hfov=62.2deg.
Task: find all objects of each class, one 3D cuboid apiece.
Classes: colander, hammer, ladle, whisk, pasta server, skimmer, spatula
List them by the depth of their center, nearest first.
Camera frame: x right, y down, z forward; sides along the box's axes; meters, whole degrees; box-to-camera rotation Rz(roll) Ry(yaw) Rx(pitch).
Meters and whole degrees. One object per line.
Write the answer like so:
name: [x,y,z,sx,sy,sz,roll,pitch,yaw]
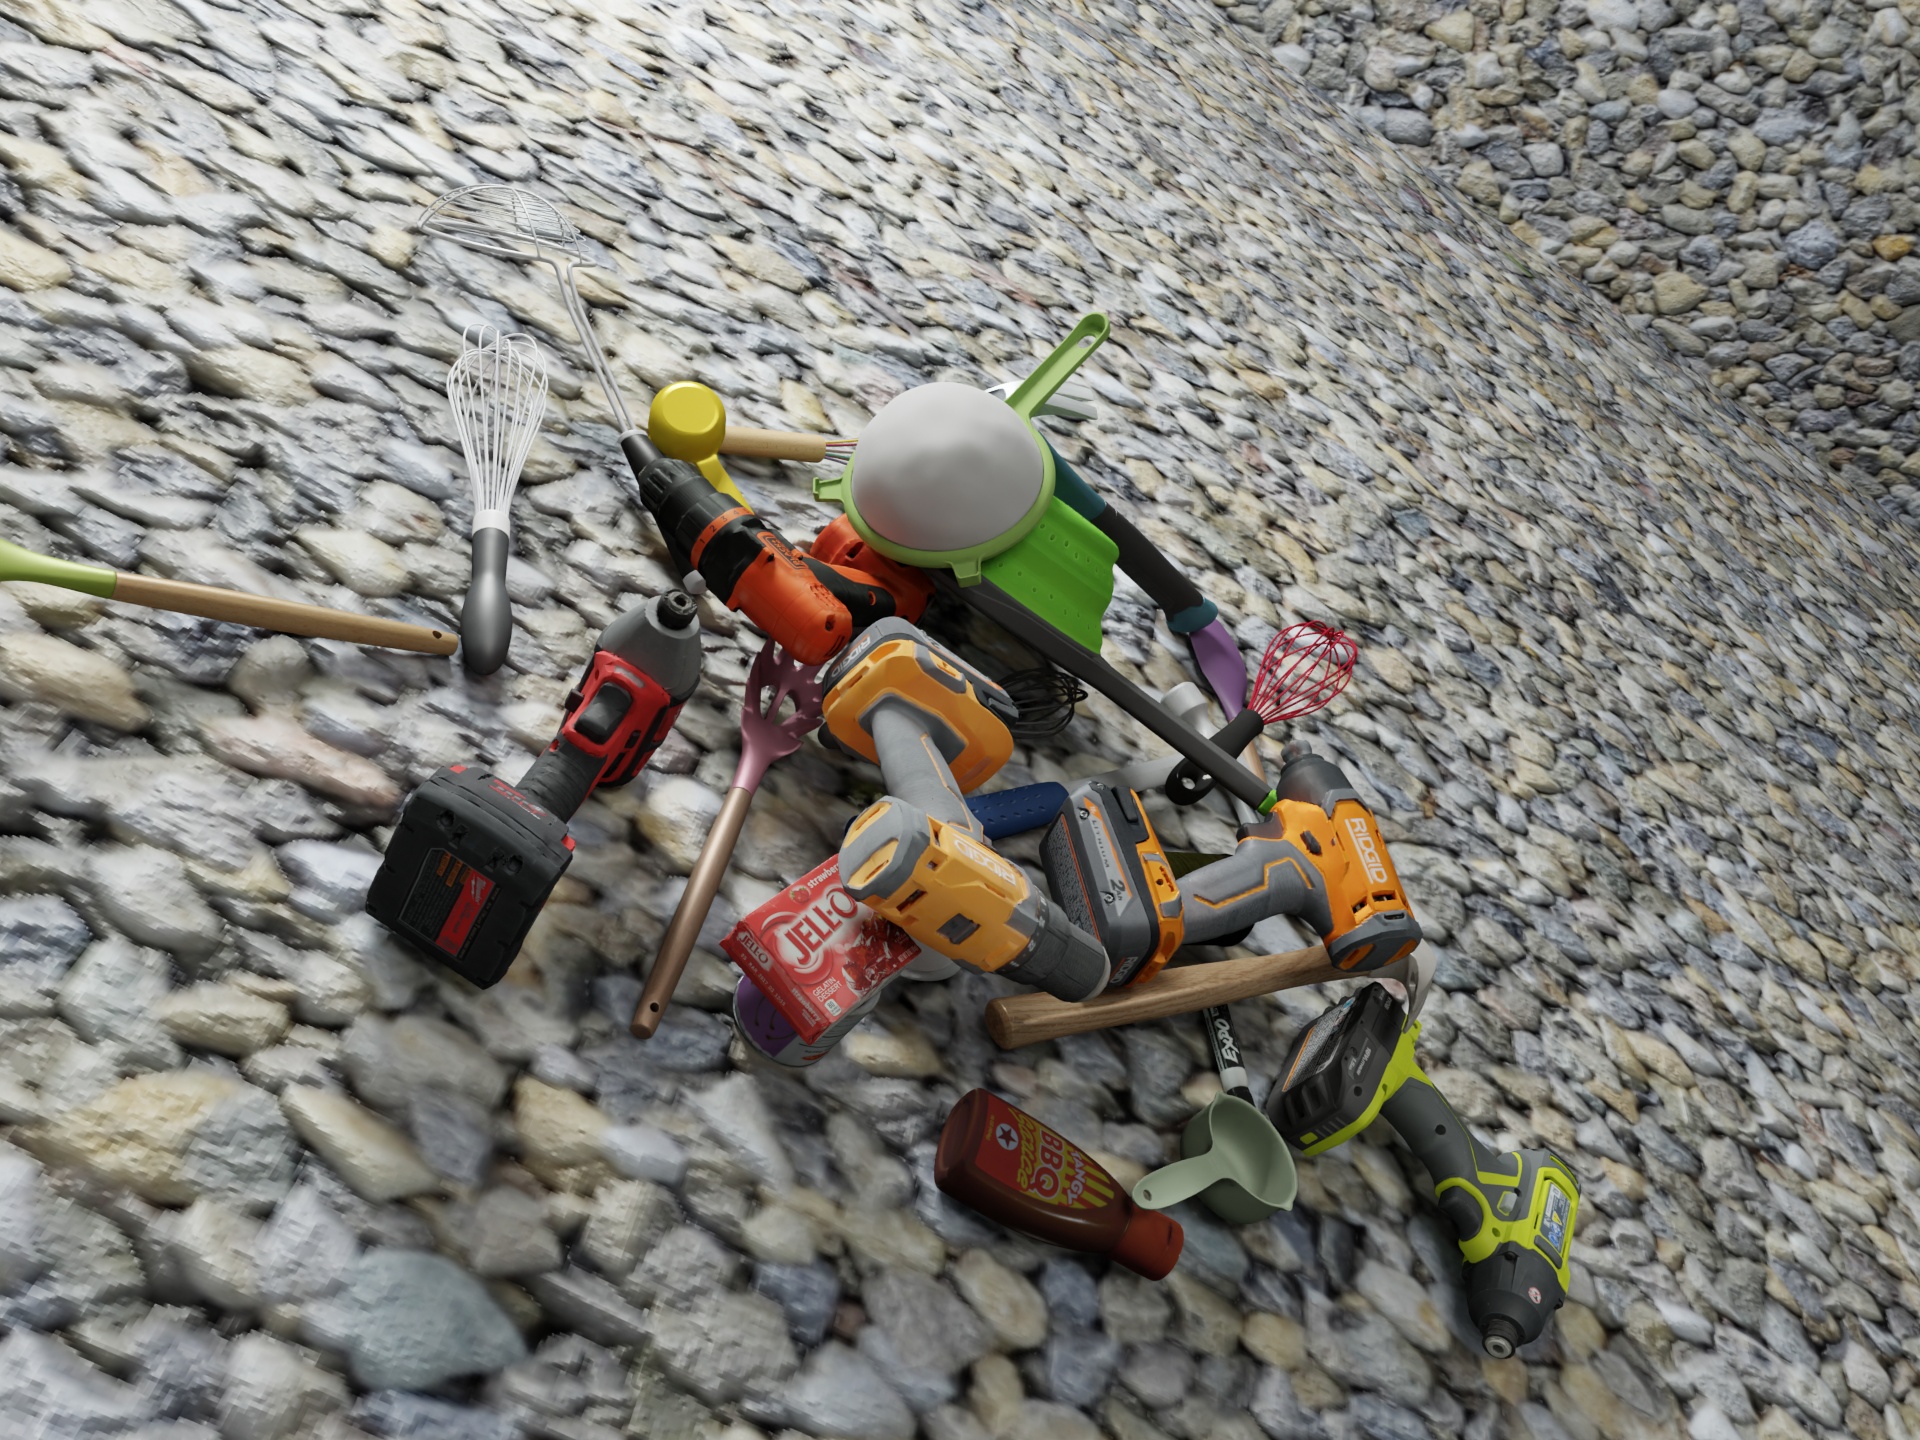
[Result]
ladle: [-0.421,-0.058,0.835,0.320,0.062,0.078,10,45,-43]
pasta server: [-0.137,0.059,0.954,0.060,0.040,0.316,31,40,-13]
whisk: [-0.296,-0.145,1.008,0.070,0.070,0.285,14,50,-30]
hammer: [0.171,0.173,1.039,0.331,0.031,0.130,-6,28,-26]
whisk: [-0.002,-0.005,1.126,0.239,0.055,0.055,-9,59,-39]
skimmer: [-0.272,-0.236,1.134,0.127,0.090,0.363,-11,71,-52]
hammer: [0.083,0.058,1.141,0.405,0.035,0.144,-11,61,-45]
colander: [0.111,-0.072,1.153,0.397,0.094,0.204,38,8,12]
whisk: [-0.093,-0.217,1.257,0.244,0.047,0.051,-1,55,-37]
whisk: [0.238,-0.007,1.265,0.073,0.073,0.296,46,45,7]
hammer: [0.111,-0.161,1.279,0.330,0.128,0.033,37,34,-43]
spatula: [0.238,0.022,1.322,0.059,0.018,0.316,19,42,-27]

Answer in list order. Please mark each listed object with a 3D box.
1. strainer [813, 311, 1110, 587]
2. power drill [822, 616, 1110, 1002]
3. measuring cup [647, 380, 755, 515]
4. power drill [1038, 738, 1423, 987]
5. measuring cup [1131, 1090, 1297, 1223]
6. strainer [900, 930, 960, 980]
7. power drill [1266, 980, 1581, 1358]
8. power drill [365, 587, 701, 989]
strainer: [0.022,-0.219,1.109,0.152,0.069,0.256,33,68,25]
power drill: [0.004,0.059,0.950,0.185,0.084,0.226,34,25,-31]
measuring cup: [-0.174,-0.179,1.149,0.062,0.029,0.157,-26,75,-20]
power drill: [0.172,0.087,1.031,0.226,0.084,0.164,-2,56,-19]
measuring cup: [0.142,0.277,0.960,0.167,0.038,0.083,0,52,-50]
strainer: [0.023,0.140,1.011,0.258,0.050,0.087,18,29,-32]
power drill: [0.319,0.302,1.073,0.223,0.080,0.171,46,37,1]
power drill: [-0.209,0.023,0.845,0.078,0.143,0.220,35,40,-4]
